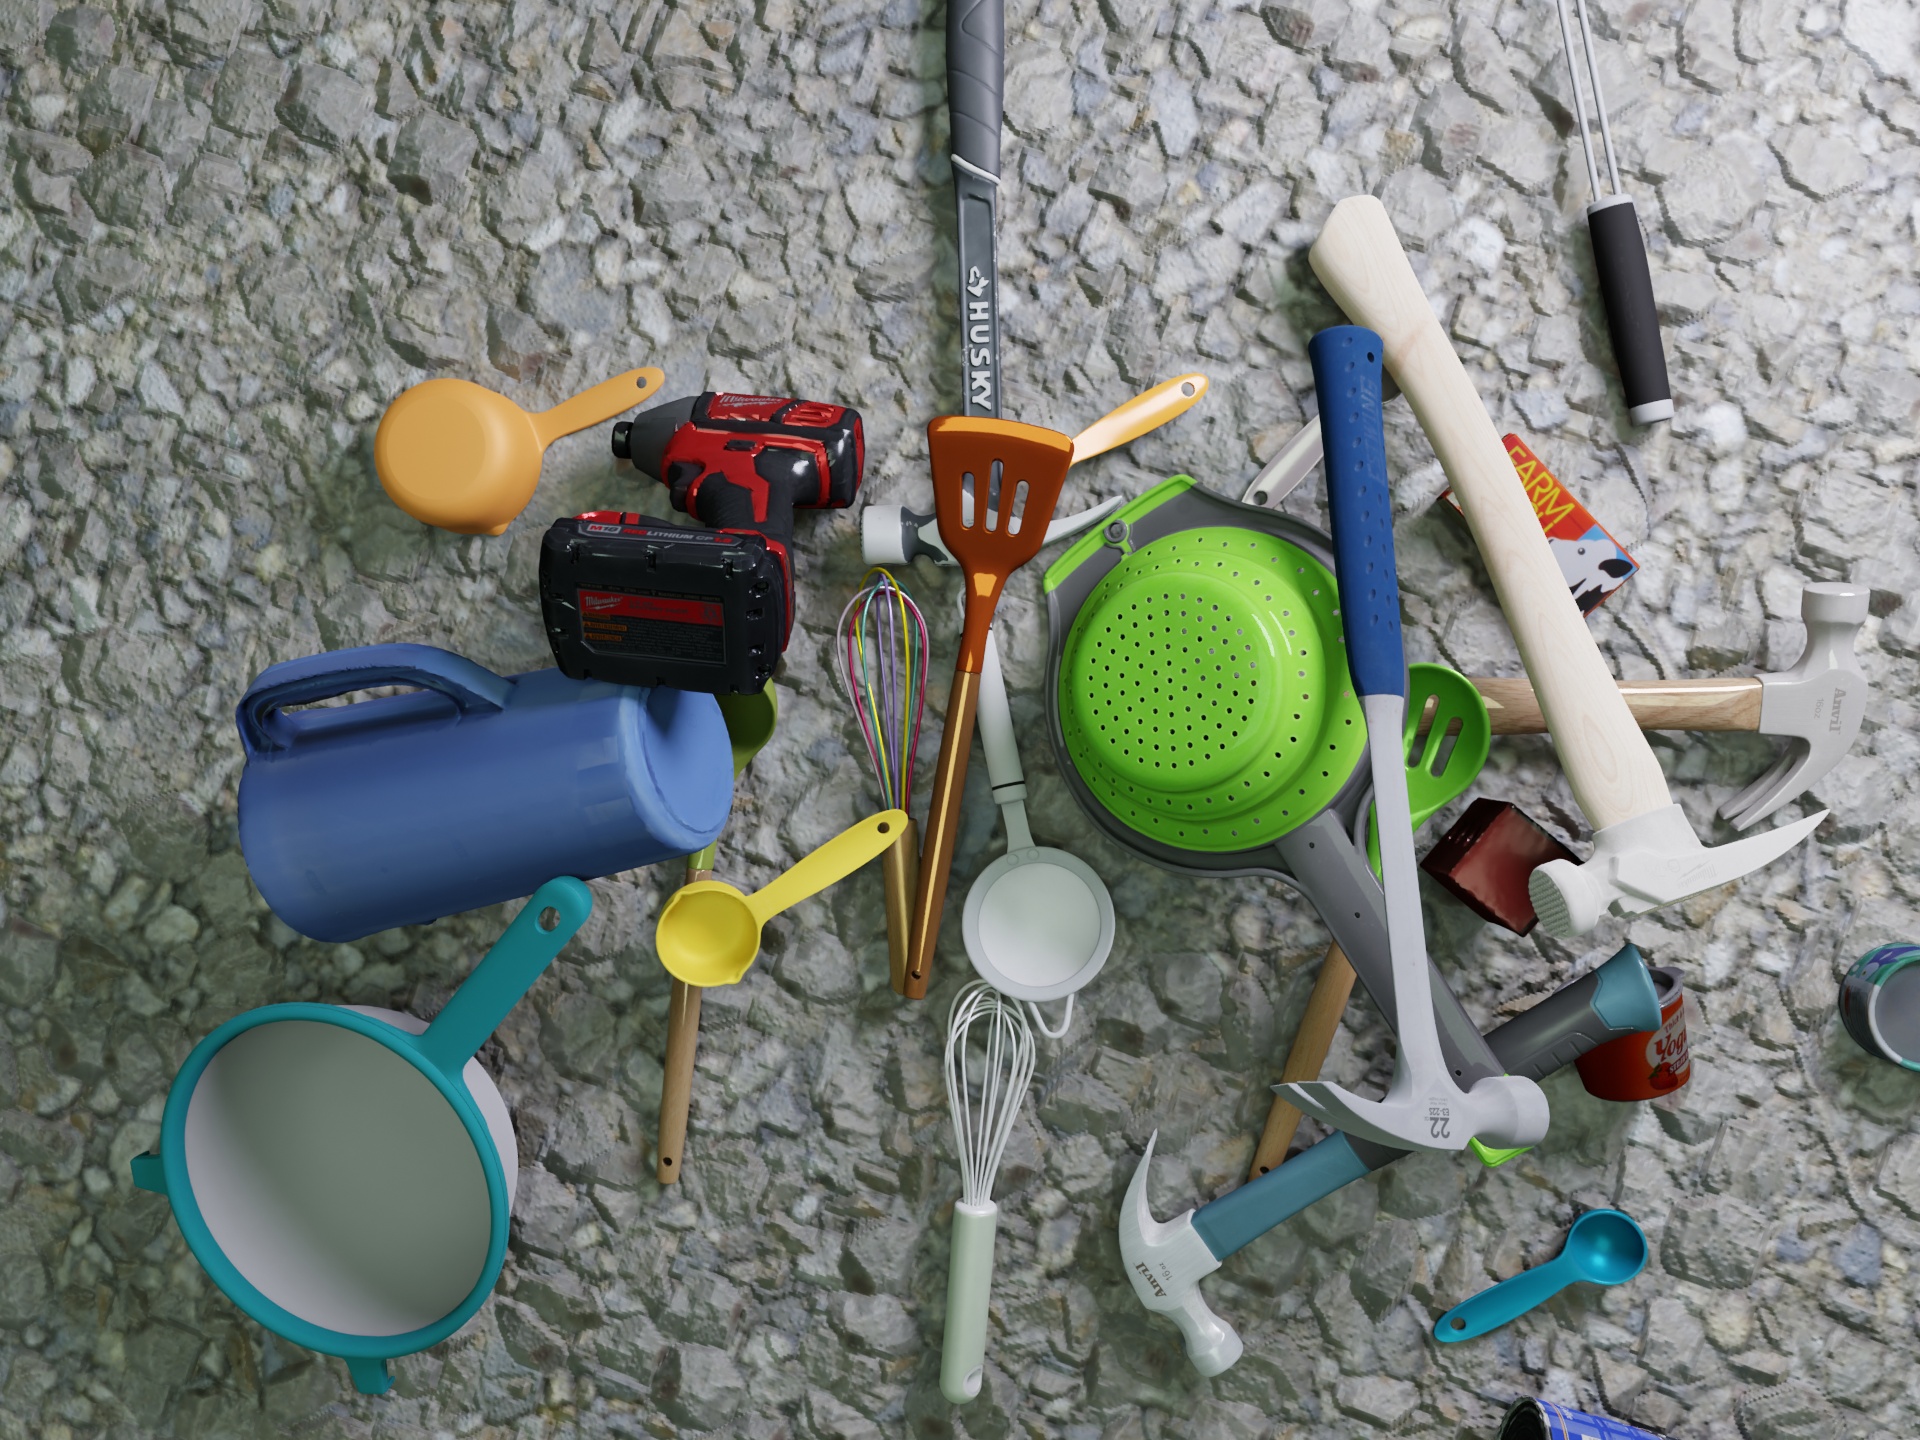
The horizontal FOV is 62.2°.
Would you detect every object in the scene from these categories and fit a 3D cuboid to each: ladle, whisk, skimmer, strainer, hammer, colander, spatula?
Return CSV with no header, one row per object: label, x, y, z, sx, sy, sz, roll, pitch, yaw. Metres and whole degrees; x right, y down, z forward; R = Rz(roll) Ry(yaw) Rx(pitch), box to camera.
ladle,-0.155,0.113,0.912,0.078,0.062,0.320,7,94,4
whisk,-0.038,0.035,0.911,0.047,0.051,0.245,-2,95,26
skimmer,0.323,-0.336,0.844,0.127,0.090,0.363,-11,92,38
strainer,-0.294,0.198,0.886,0.211,0.095,0.340,42,107,1
hammer,0.225,0.223,0.851,0.331,0.033,0.128,-37,87,18
hammer,0.200,-0.001,0.768,0.144,0.035,0.406,7,73,-30
whisk,0.008,0.268,0.905,0.059,0.057,0.246,8,95,40
hammer,0.292,-0.101,0.827,0.146,0.038,0.411,-17,73,-7
colander,0.163,0.050,0.810,0.204,0.094,0.397,-36,74,19
strainer,0.031,0.049,0.900,0.087,0.050,0.258,-13,83,11
hammer,0.311,-0.005,0.866,0.331,0.031,0.130,-1,106,10
hammer,0.014,-0.293,0.902,0.149,0.036,0.409,-1,90,5
spatula,-0.001,-0.003,0.877,0.081,0.041,0.322,10,93,6

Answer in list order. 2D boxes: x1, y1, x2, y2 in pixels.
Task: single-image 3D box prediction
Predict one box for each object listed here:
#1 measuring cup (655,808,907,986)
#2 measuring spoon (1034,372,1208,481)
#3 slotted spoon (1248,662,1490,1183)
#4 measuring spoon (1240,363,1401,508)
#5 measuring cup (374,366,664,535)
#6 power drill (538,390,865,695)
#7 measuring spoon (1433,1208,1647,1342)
measuring cup,-0.099,0.091,0.889,0.156,0.029,0.062,-31,106,-5
measuring spoon,0.091,-0.164,0.877,0.117,0.011,0.021,-30,94,-15
slotted spoon,0.212,0.118,0.870,0.070,0.031,0.313,20,102,17
measuring spoon,0.203,-0.160,0.897,0.034,0.018,0.124,45,101,9
measuring cup,-0.256,-0.170,0.919,0.173,0.052,0.095,-22,88,7
power drill,-0.137,-0.108,0.837,0.143,0.220,0.078,6,126,5
measuring spoon,0.320,0.311,0.888,0.128,0.021,0.042,-34,88,14
